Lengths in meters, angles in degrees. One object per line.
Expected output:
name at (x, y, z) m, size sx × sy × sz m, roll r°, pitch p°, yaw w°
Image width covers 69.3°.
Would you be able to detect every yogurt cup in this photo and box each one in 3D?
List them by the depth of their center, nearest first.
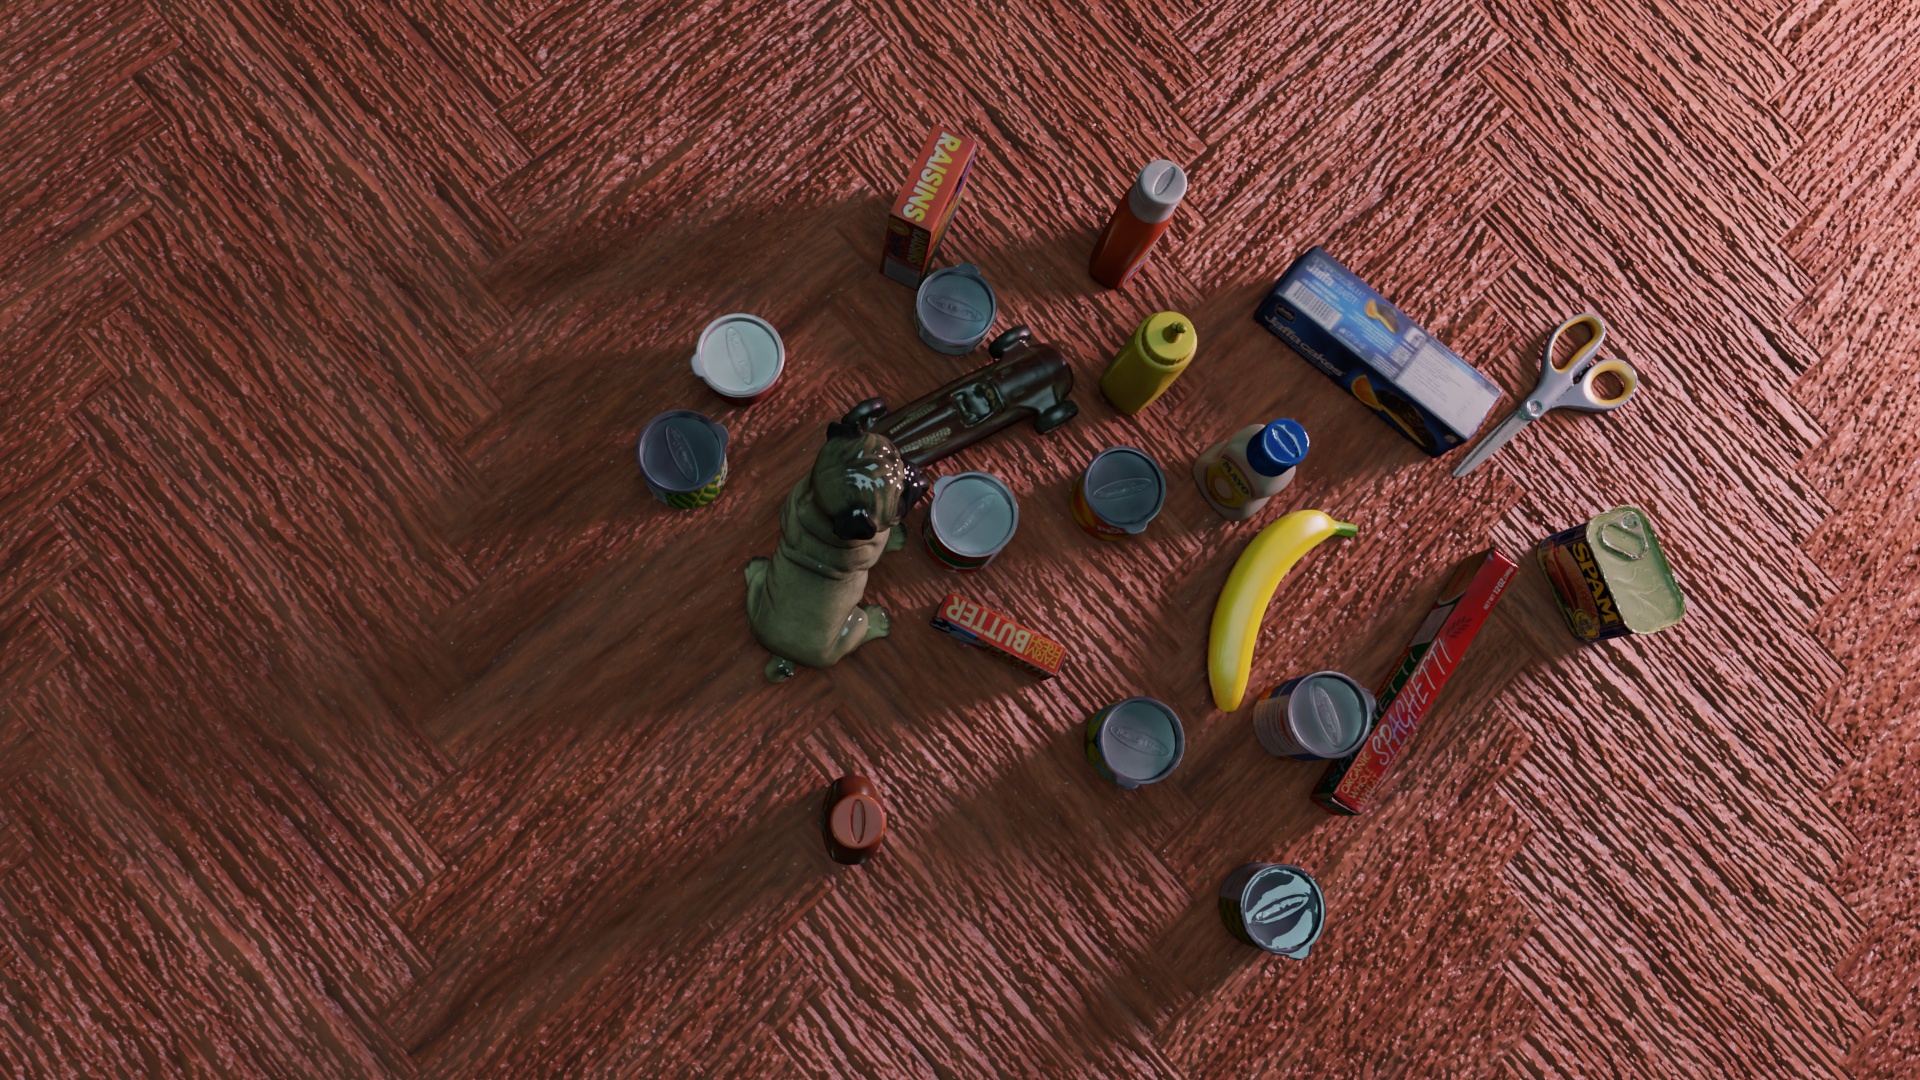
yogurt cup at (-0.173, -0.139, 1.095) m, size 0.072 × 0.054 × 0.072 m, roll 1°, pitch 79°, yaw -7°

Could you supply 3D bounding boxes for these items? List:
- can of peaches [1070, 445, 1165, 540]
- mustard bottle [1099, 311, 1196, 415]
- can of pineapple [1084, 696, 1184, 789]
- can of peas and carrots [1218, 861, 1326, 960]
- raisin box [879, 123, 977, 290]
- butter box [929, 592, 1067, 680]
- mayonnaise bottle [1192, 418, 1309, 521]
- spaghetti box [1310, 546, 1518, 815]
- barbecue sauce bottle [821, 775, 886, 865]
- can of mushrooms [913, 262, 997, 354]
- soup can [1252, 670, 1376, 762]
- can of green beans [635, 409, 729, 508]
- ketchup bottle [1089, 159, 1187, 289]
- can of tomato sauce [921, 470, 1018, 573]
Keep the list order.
can of peaches at (0.125, -0.034, 1.108) m, size 0.071 × 0.058 × 0.071 m, roll 1°, pitch 79°, yaw -7°
mustard bottle at (0.152, -0.145, 1.082) m, size 0.049 × 0.160 × 0.065 m, roll 45°, pitch 77°, yaw 3°
can of pineapple at (0.131, 0.156, 1.070) m, size 0.071 × 0.057 × 0.071 m, roll 1°, pitch 79°, yaw -7°
can of peas and carrots at (0.237, 0.281, 1.057) m, size 0.071 × 0.058 × 0.071 m, roll 1°, pitch 79°, yaw -7°
raisin box at (-0.027, -0.262, 1.102) m, size 0.040 × 0.123 × 0.086 m, roll 25°, pitch 77°, yaw -2°
butter box at (0.029, 0.075, 1.076) m, size 0.103 × 0.053 × 0.024 m, roll 26°, pitch 77°, yaw -1°
mayonnaise bottle at (0.227, -0.058, 1.079) m, size 0.041 × 0.147 × 0.065 m, roll -35°, pitch 85°, yaw -12°
spaghetti box at (0.363, 0.113, 1.111) m, size 0.029 × 0.050 × 0.250 m, roll 37°, pitch 77°, yaw 1°
barbecue sauce bottle at (-0.076, 0.199, 0.989) m, size 0.044 × 0.148 × 0.065 m, roll 2°, pitch 79°, yaw -7°
can of mushrooms at (-0.004, -0.189, 1.136) m, size 0.071 × 0.033 × 0.071 m, roll 1°, pitch 78°, yaw -7°
soup can at (0.274, 0.137, 1.078) m, size 0.071 × 0.083 × 0.071 m, roll 1°, pitch 79°, yaw -7°
can of green beans at (-0.214, -0.062, 1.072) m, size 0.071 × 0.057 × 0.071 m, roll 1°, pitch 79°, yaw -7°
ketchup bottle at (0.142, -0.255, 1.109) m, size 0.043 × 0.148 × 0.065 m, roll 32°, pitch 77°, yaw 0°
can of tomato sauce at (0.004, -0.013, 1.076) m, size 0.071 × 0.083 × 0.071 m, roll 1°, pitch 79°, yaw -7°
